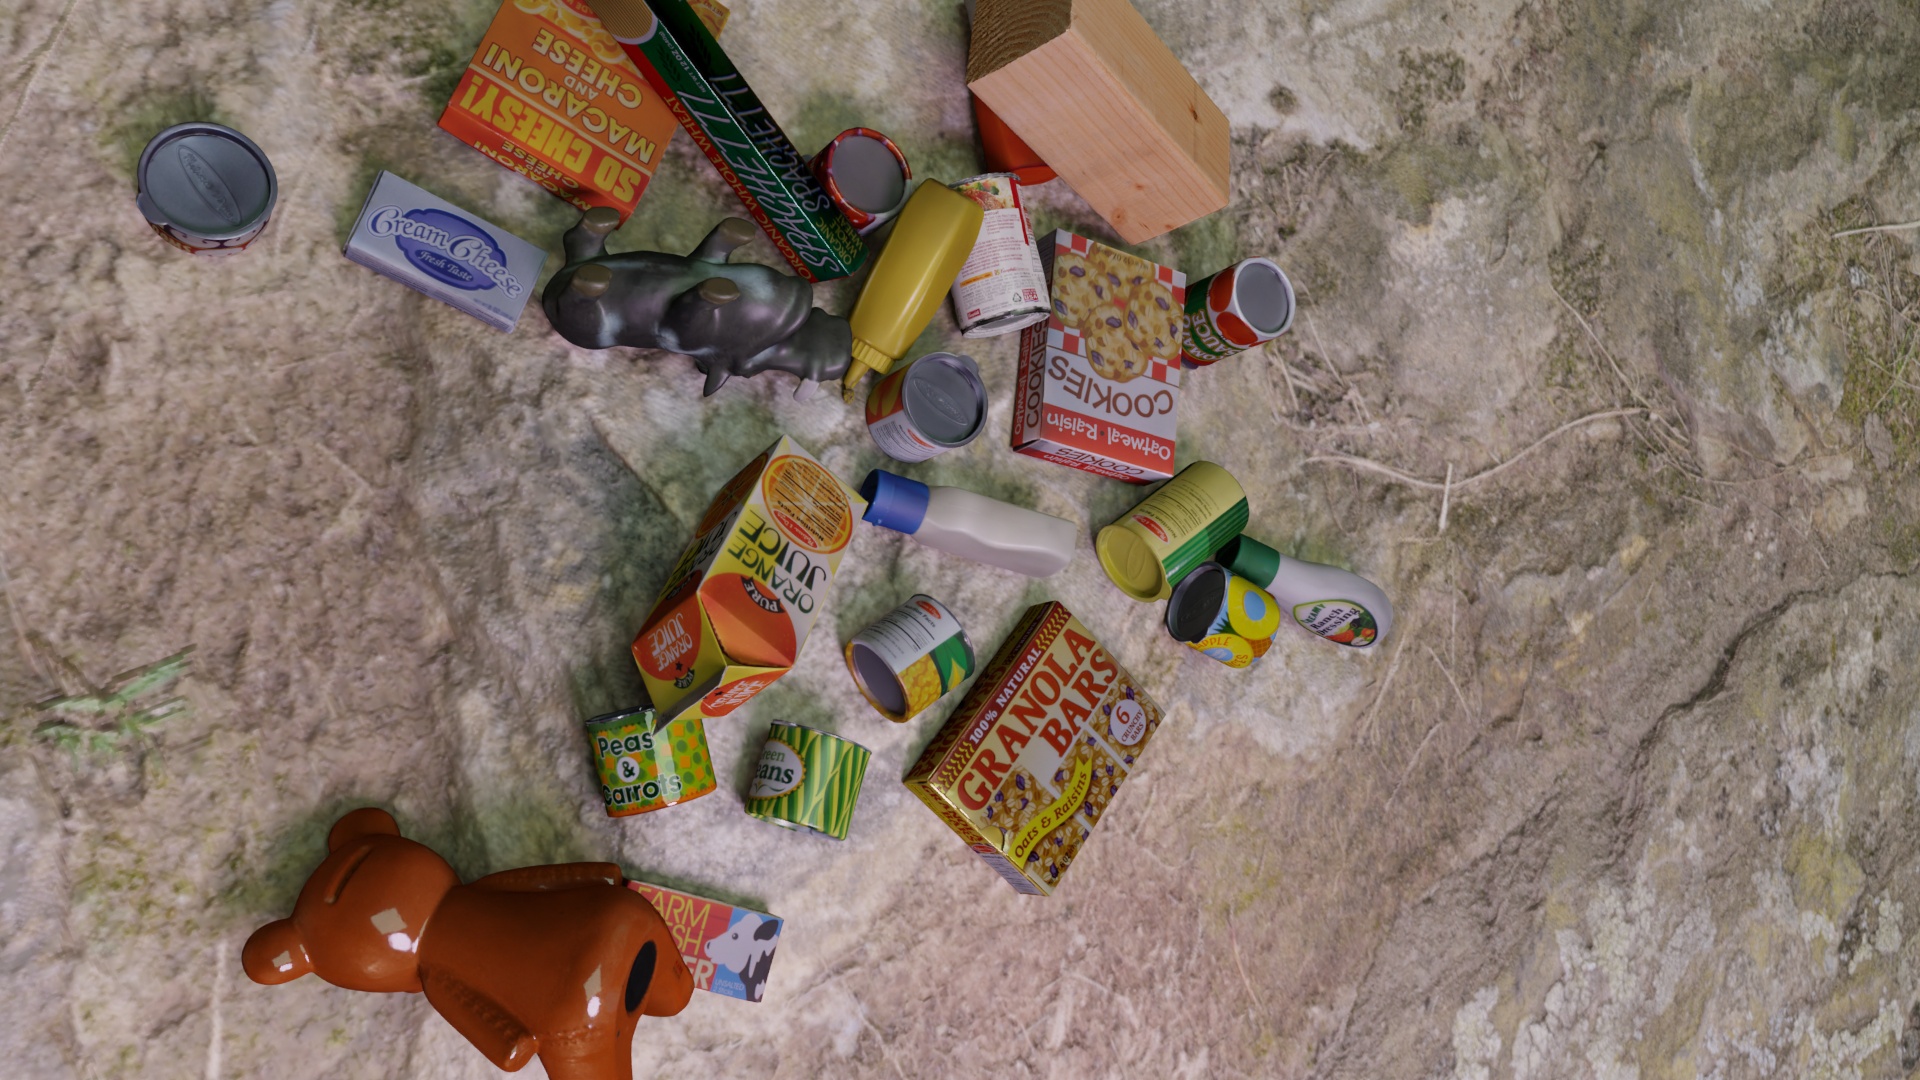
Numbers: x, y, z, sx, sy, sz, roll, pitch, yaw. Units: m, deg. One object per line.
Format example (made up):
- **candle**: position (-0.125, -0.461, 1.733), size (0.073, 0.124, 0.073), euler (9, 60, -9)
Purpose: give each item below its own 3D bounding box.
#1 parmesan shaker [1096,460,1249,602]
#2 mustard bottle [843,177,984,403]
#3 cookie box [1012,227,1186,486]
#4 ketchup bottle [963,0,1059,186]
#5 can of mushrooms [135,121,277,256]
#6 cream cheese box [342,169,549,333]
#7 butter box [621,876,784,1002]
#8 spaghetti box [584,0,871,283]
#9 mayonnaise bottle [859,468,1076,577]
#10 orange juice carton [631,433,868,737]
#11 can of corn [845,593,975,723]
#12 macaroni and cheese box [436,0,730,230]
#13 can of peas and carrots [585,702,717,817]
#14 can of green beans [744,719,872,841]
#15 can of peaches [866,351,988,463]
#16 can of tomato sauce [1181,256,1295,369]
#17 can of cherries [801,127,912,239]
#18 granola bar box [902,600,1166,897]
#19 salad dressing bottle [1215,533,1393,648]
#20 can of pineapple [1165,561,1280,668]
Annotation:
- **parmesan shaker**: position (0.162, -0.006, 1.039), size (0.103, 0.071, 0.071), euler (-34, 99, -31)
- **mustard bottle**: position (-0.042, -0.165, 0.940), size (0.049, 0.065, 0.160), euler (32, 97, 11)
- **cookie box**: position (0.106, -0.135, 1.047), size (0.123, 0.040, 0.168), euler (13, 74, -28)
- **ketchup bottle**: position (0.036, -0.343, 1.039), size (0.065, 0.043, 0.149), euler (-10, 87, -40)
- **can of mushrooms**: position (-0.412, -0.189, 0.755), size (0.071, 0.033, 0.071), euler (5, 79, -30)
- **cream cheese box**: position (-0.303, -0.169, 0.821), size (0.104, 0.024, 0.053), euler (26, 69, -24)
- **butter box**: position (-0.162, 0.239, 0.832), size (0.103, 0.024, 0.053), euler (22, 70, -26)
- **spaghetti box**: position (-0.146, -0.264, 0.876), size (0.249, 0.050, 0.029), euler (51, 57, -32)
- **mayonnaise bottle**: position (0.003, -0.012, 0.953), size (0.148, 0.064, 0.041), euler (17, 70, -23)
- **orange juice carton**: position (-0.127, 0.031, 0.820), size (0.073, 0.071, 0.194), euler (41, 39, -18)
- **can of corn**: position (-0.033, 0.080, 0.913), size (0.058, 0.071, 0.071), euler (-33, 99, -30)
- **macaroni and cheese box**: position (-0.233, -0.298, 0.875), size (0.123, 0.040, 0.167), euler (28, 68, -24)
- **can of peas and carrots**: position (-0.182, 0.126, 0.814), size (0.071, 0.071, 0.058), euler (-13, 89, -31)
- **can of green beans**: position (-0.095, 0.150, 0.863), size (0.071, 0.071, 0.058), euler (25, 71, -25)
- **can of peaches**: position (-0.022, -0.092, 0.953), size (0.071, 0.058, 0.071), euler (6, 78, -29)
- **can of tomato sauce**: position (0.210, -0.178, 1.089), size (0.071, 0.083, 0.071), euler (6, 78, -30)
- **can of cherries**: position (-0.076, -0.242, 0.947), size (0.071, 0.058, 0.071), euler (5, 79, -30)
- **granola bar box**: position (0.056, 0.143, 0.968), size (0.124, 0.039, 0.166), euler (46, 62, -16)
- **salad dressing bottle**: position (0.272, 0.038, 1.105), size (0.147, 0.064, 0.044), euler (24, 51, -16)
- **can of pineapple**: position (0.198, 0.059, 1.051), size (0.058, 0.071, 0.071), euler (27, 69, -24)
